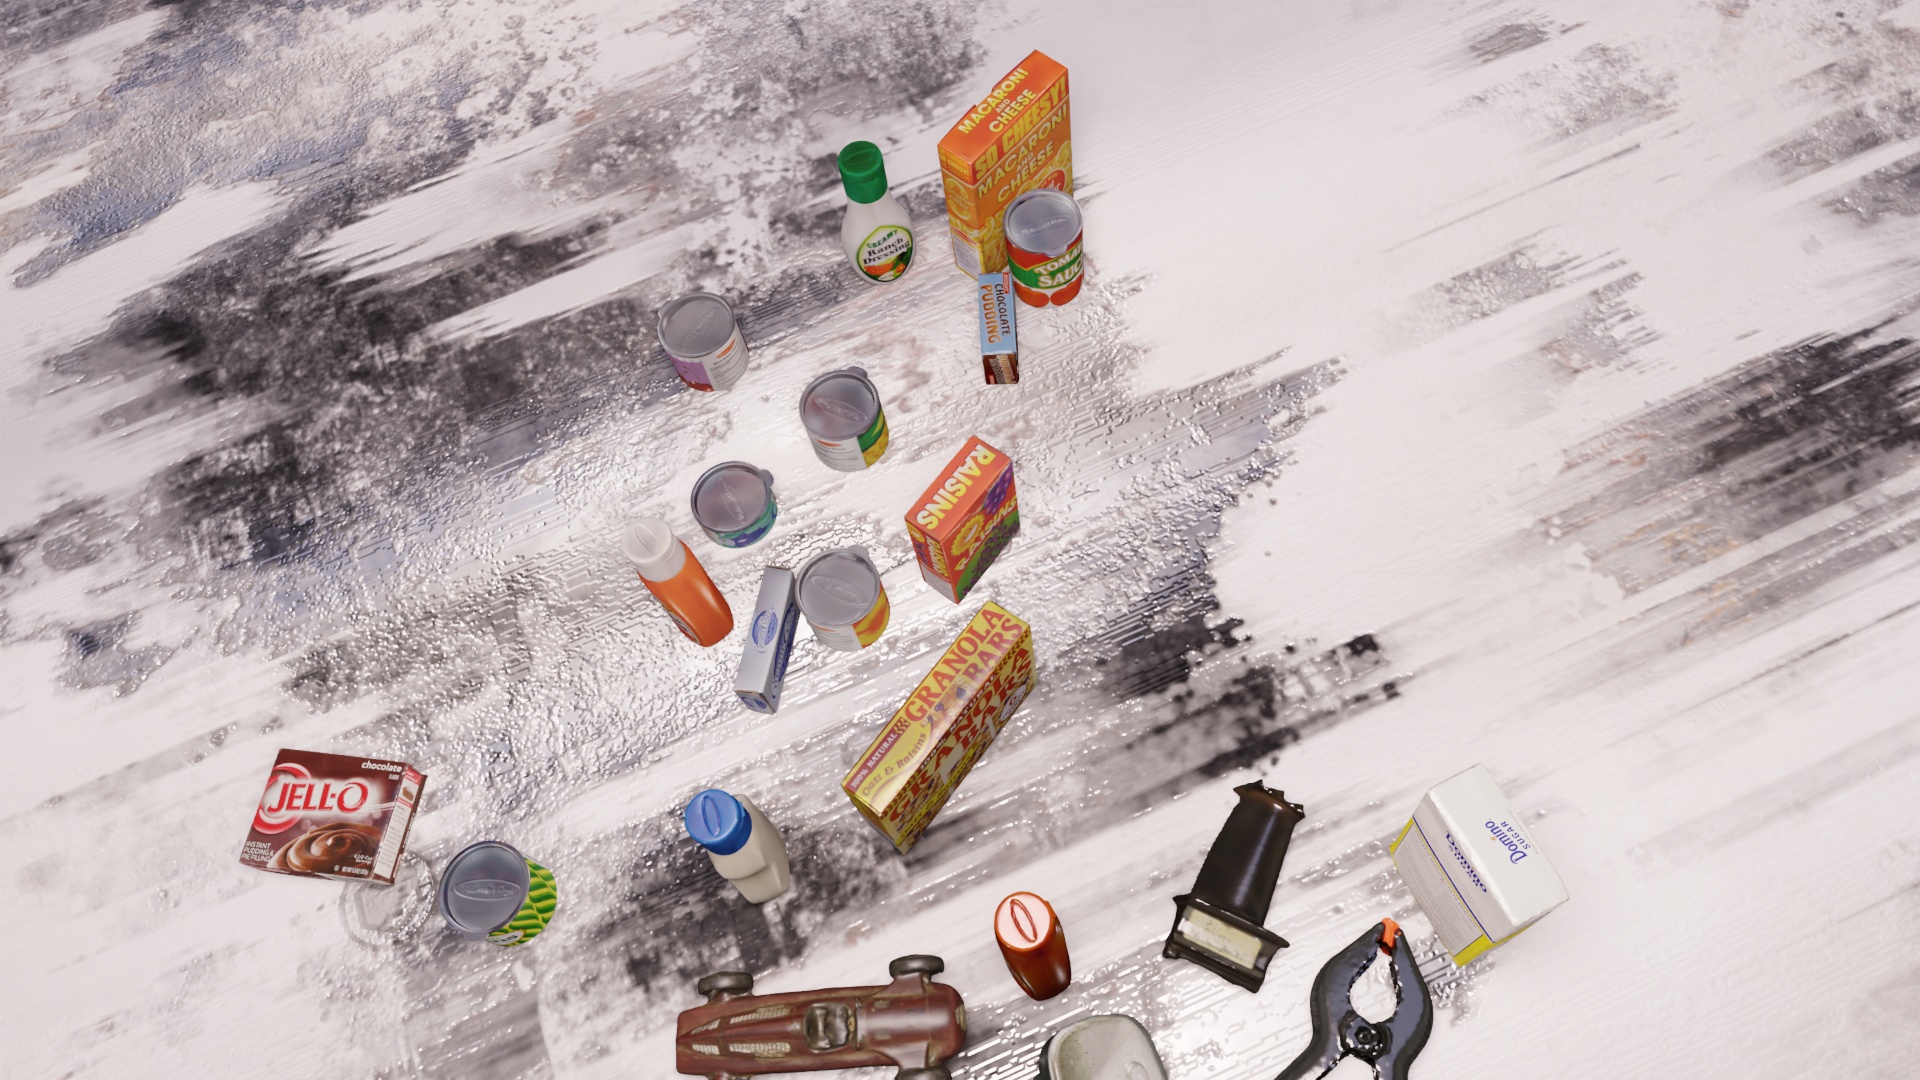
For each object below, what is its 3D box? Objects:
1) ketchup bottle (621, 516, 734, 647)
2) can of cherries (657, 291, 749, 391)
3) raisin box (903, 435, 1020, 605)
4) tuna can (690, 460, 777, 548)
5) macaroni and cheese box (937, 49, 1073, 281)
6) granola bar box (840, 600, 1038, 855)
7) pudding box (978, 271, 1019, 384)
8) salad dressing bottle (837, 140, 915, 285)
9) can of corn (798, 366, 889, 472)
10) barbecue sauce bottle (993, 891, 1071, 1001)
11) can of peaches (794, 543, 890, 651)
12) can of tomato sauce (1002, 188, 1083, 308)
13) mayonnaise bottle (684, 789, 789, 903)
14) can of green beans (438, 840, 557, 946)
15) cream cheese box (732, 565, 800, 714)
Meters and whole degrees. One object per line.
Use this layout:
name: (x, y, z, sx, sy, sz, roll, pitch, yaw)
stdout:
ketchup bottle: (-0.214, 0.029, 1.046, 0.043, 0.148, 0.065, -39, 67, -12)
can of cherries: (-0.221, -0.171, 1.191, 0.071, 0.058, 0.072, -2, 65, 5)
raisin box: (0.004, -0.013, 1.057, 0.040, 0.123, 0.086, 35, 73, 19)
tuna can: (-0.182, -0.030, 1.135, 0.071, 0.032, 0.071, -2, 65, 5)
macaroni and cheese box: (0.040, -0.310, 1.169, 0.040, 0.165, 0.124, 37, 74, 20)
granola bar box: (-0.011, 0.134, 0.989, 0.039, 0.123, 0.166, 34, 73, 19)
pudding box: (0.032, -0.179, 1.173, 0.030, 0.049, 0.084, -4, 65, 4)
salad dressing bottle: (-0.074, -0.276, 1.176, 0.064, 0.147, 0.044, -24, 65, -5)
can of corn: (-0.094, -0.100, 1.144, 0.071, 0.058, 0.071, -2, 65, 5)
barbecue sauce bottle: (0.046, 0.261, 0.910, 0.044, 0.148, 0.065, -26, 65, -6)
can of peaches: (-0.089, 0.045, 1.076, 0.071, 0.058, 0.071, -2, 65, 5)
can of tomato sauce: (0.073, -0.246, 1.182, 0.071, 0.082, 0.071, -2, 65, 5)
mayonnaise bottle: (-0.153, 0.206, 0.957, 0.041, 0.147, 0.065, -20, 65, -3)
can of green beans: (-0.333, 0.255, 1.002, 0.071, 0.057, 0.071, -2, 65, 5)
cream cheese box: (-0.146, 0.077, 1.069, 0.024, 0.053, 0.104, 7, 66, 9)
